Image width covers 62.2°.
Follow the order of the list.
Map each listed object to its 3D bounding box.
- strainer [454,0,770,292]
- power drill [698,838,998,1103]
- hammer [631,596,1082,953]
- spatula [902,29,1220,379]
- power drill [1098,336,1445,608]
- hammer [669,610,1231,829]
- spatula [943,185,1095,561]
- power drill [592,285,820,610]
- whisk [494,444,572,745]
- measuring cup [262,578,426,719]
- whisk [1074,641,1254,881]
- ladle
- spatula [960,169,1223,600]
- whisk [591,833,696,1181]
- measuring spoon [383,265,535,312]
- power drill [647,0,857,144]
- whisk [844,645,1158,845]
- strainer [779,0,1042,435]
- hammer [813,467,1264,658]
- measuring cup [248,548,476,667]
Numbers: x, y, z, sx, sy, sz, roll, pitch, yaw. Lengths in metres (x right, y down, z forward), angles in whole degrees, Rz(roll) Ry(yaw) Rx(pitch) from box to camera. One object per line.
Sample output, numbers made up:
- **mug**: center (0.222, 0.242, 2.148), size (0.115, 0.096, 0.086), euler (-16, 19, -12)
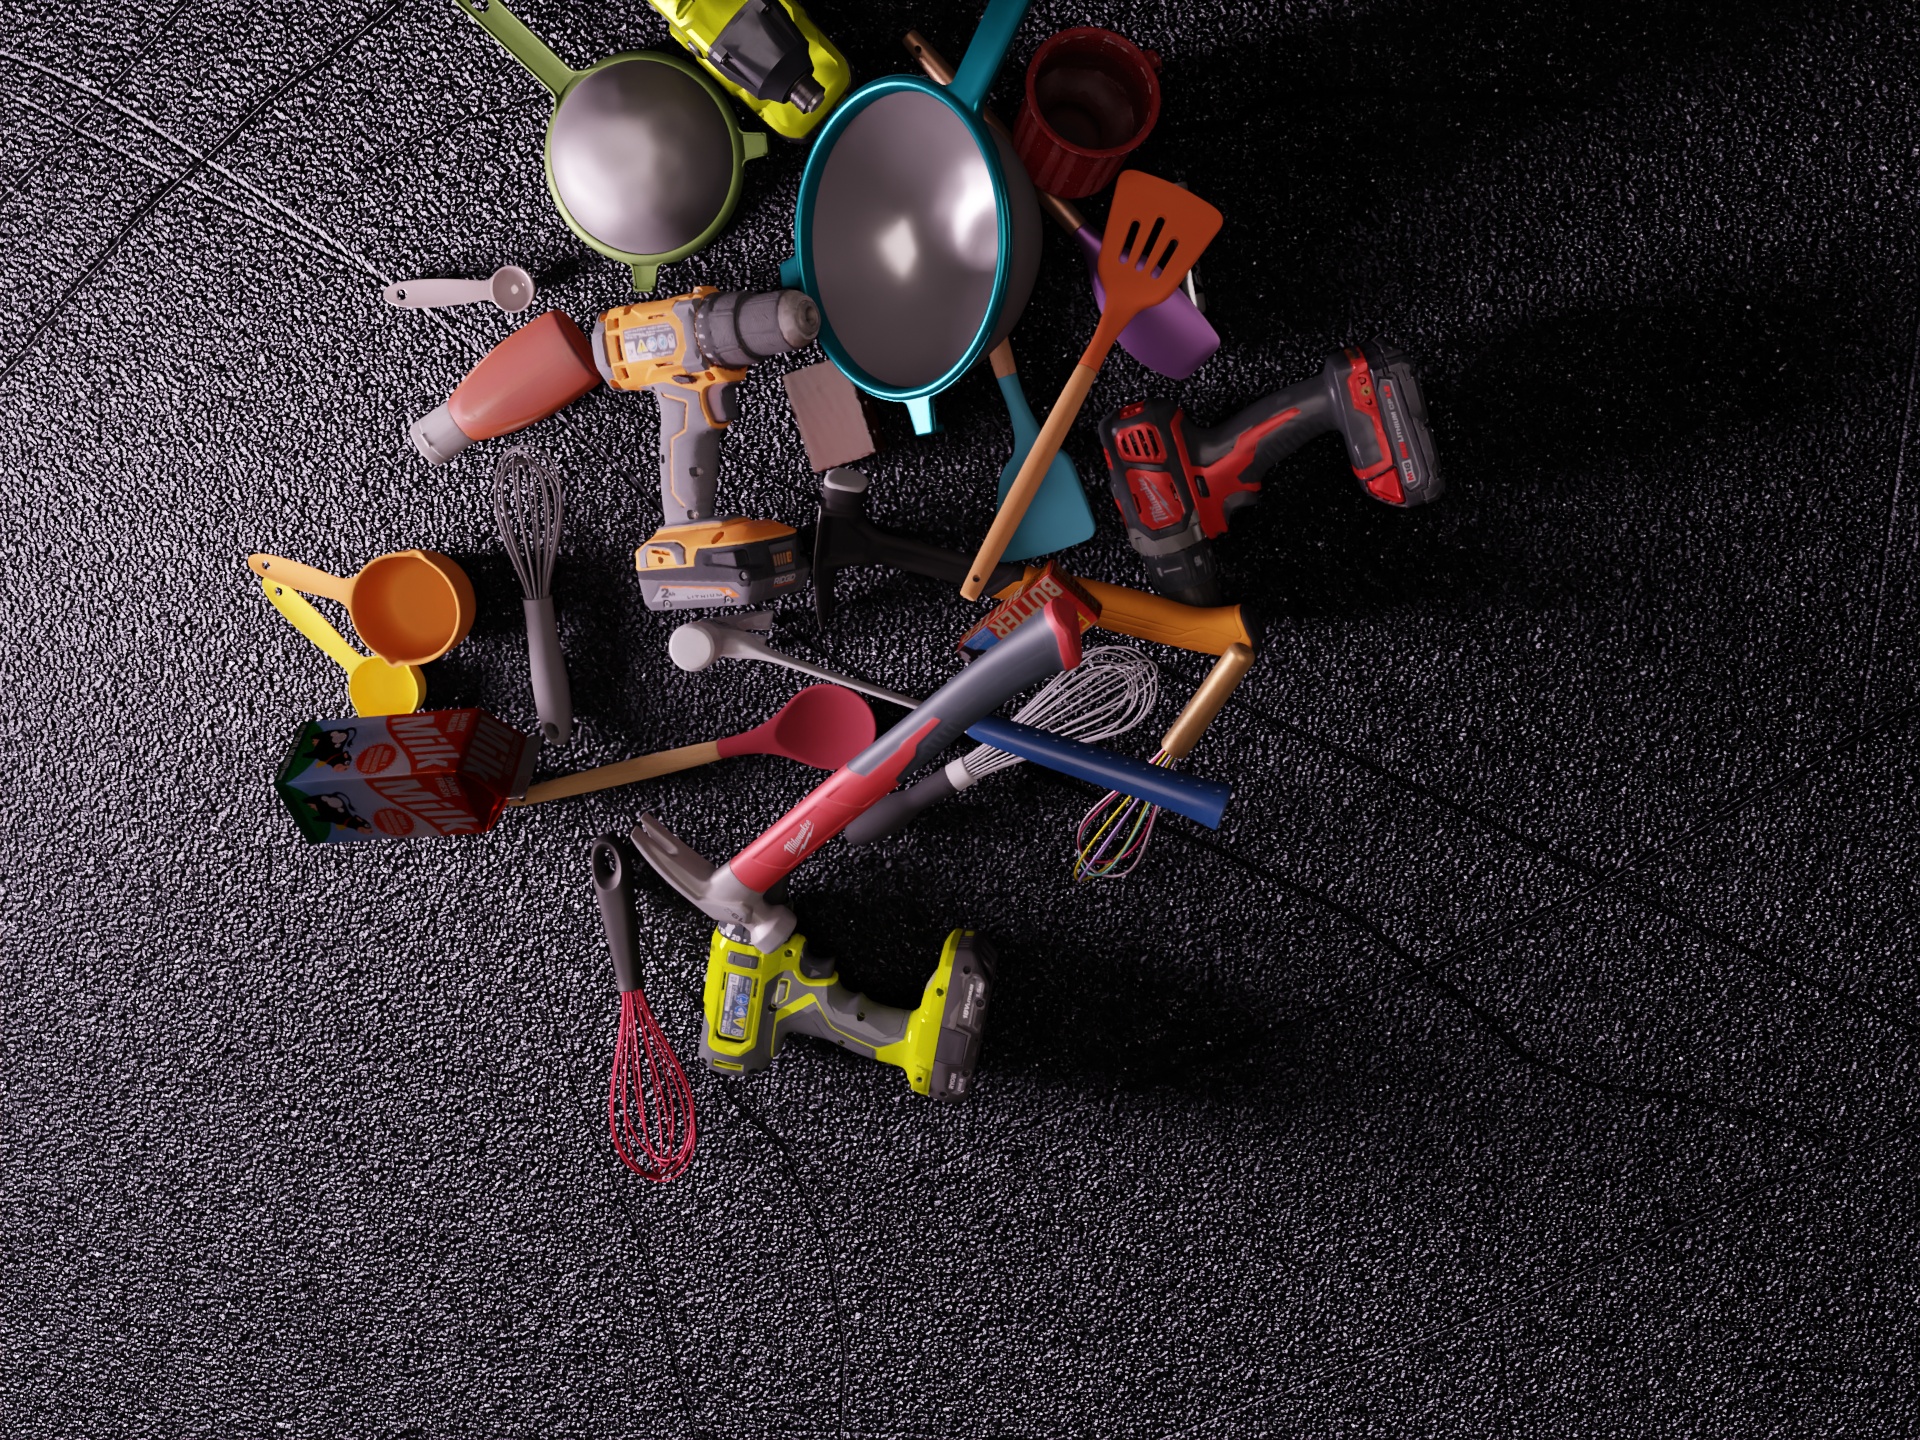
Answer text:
- **strainer**: center (-0.273, -0.443, 1.140), size (0.256, 0.069, 0.151), euler (43, 103, -7)
- **power drill**: center (-0.090, 0.204, 1.270), size (0.228, 0.080, 0.190), euler (12, 103, 5)
- **hammer**: center (-0.070, 0.026, 1.110), size (0.143, 0.038, 0.386), euler (42, 122, -15)
- **spatula**: center (0.067, -0.373, 1.149), size (0.059, 0.018, 0.316), euler (-40, 94, 28)
- **power drill**: center (0.229, -0.166, 1.159), size (0.226, 0.080, 0.187), euler (-16, 108, 12)
- **hammer**: center (-0.002, -0.004, 1.161), size (0.405, 0.144, 0.035), euler (19, 102, 6)
- **spatula**: center (0.025, -0.278, 1.166), size (0.082, 0.044, 0.317), euler (-13, 100, 26)
- **power drill**: center (-0.170, -0.200, 1.157), size (0.185, 0.084, 0.226), euler (-1, 103, 32)
- **whisk**: center (-0.326, -0.095, 1.239), size (0.055, 0.055, 0.239), euler (-2, 107, 5)
- **measuring cup**: center (-0.491, -0.060, 1.269), size (0.156, 0.029, 0.062), euler (44, 102, -3)
- **whisk**: center (0.151, 0.036, 1.197), size (0.047, 0.051, 0.245), euler (16, 125, -22)
- **ladle**: center (-0.215, 0.030, 1.266), size (0.315, 0.031, 0.069), euler (-13, 99, 9)
- **spatula**: center (0.079, -0.231, 1.126), size (0.081, 0.041, 0.322), euler (27, 87, 4)
- **whisk**: center (-0.267, 0.238, 1.304), size (0.073, 0.073, 0.296), euler (-7, 96, 6)
- **measuring spoon**: center (-0.379, -0.325, 1.208), size (0.124, 0.018, 0.034), euler (1, 103, 12)
- **power drill**: center (-0.143, -0.454, 1.048), size (0.171, 0.223, 0.080), euler (44, 103, -5)
- **whisk**: center (0.027, 0.025, 1.230), size (0.284, 0.070, 0.070), euler (-30, 99, 15)
- **strainer**: center (0.012, -0.374, 1.062), size (0.211, 0.095, 0.340), euler (50, 130, 24)
- **hammer**: center (0.055, -0.091, 1.175), size (0.337, 0.034, 0.127), euler (14, 127, 6)
- **measuring cup**: center (-0.464, -0.103, 1.244), size (0.173, 0.052, 0.095), euler (17, 104, 3)
